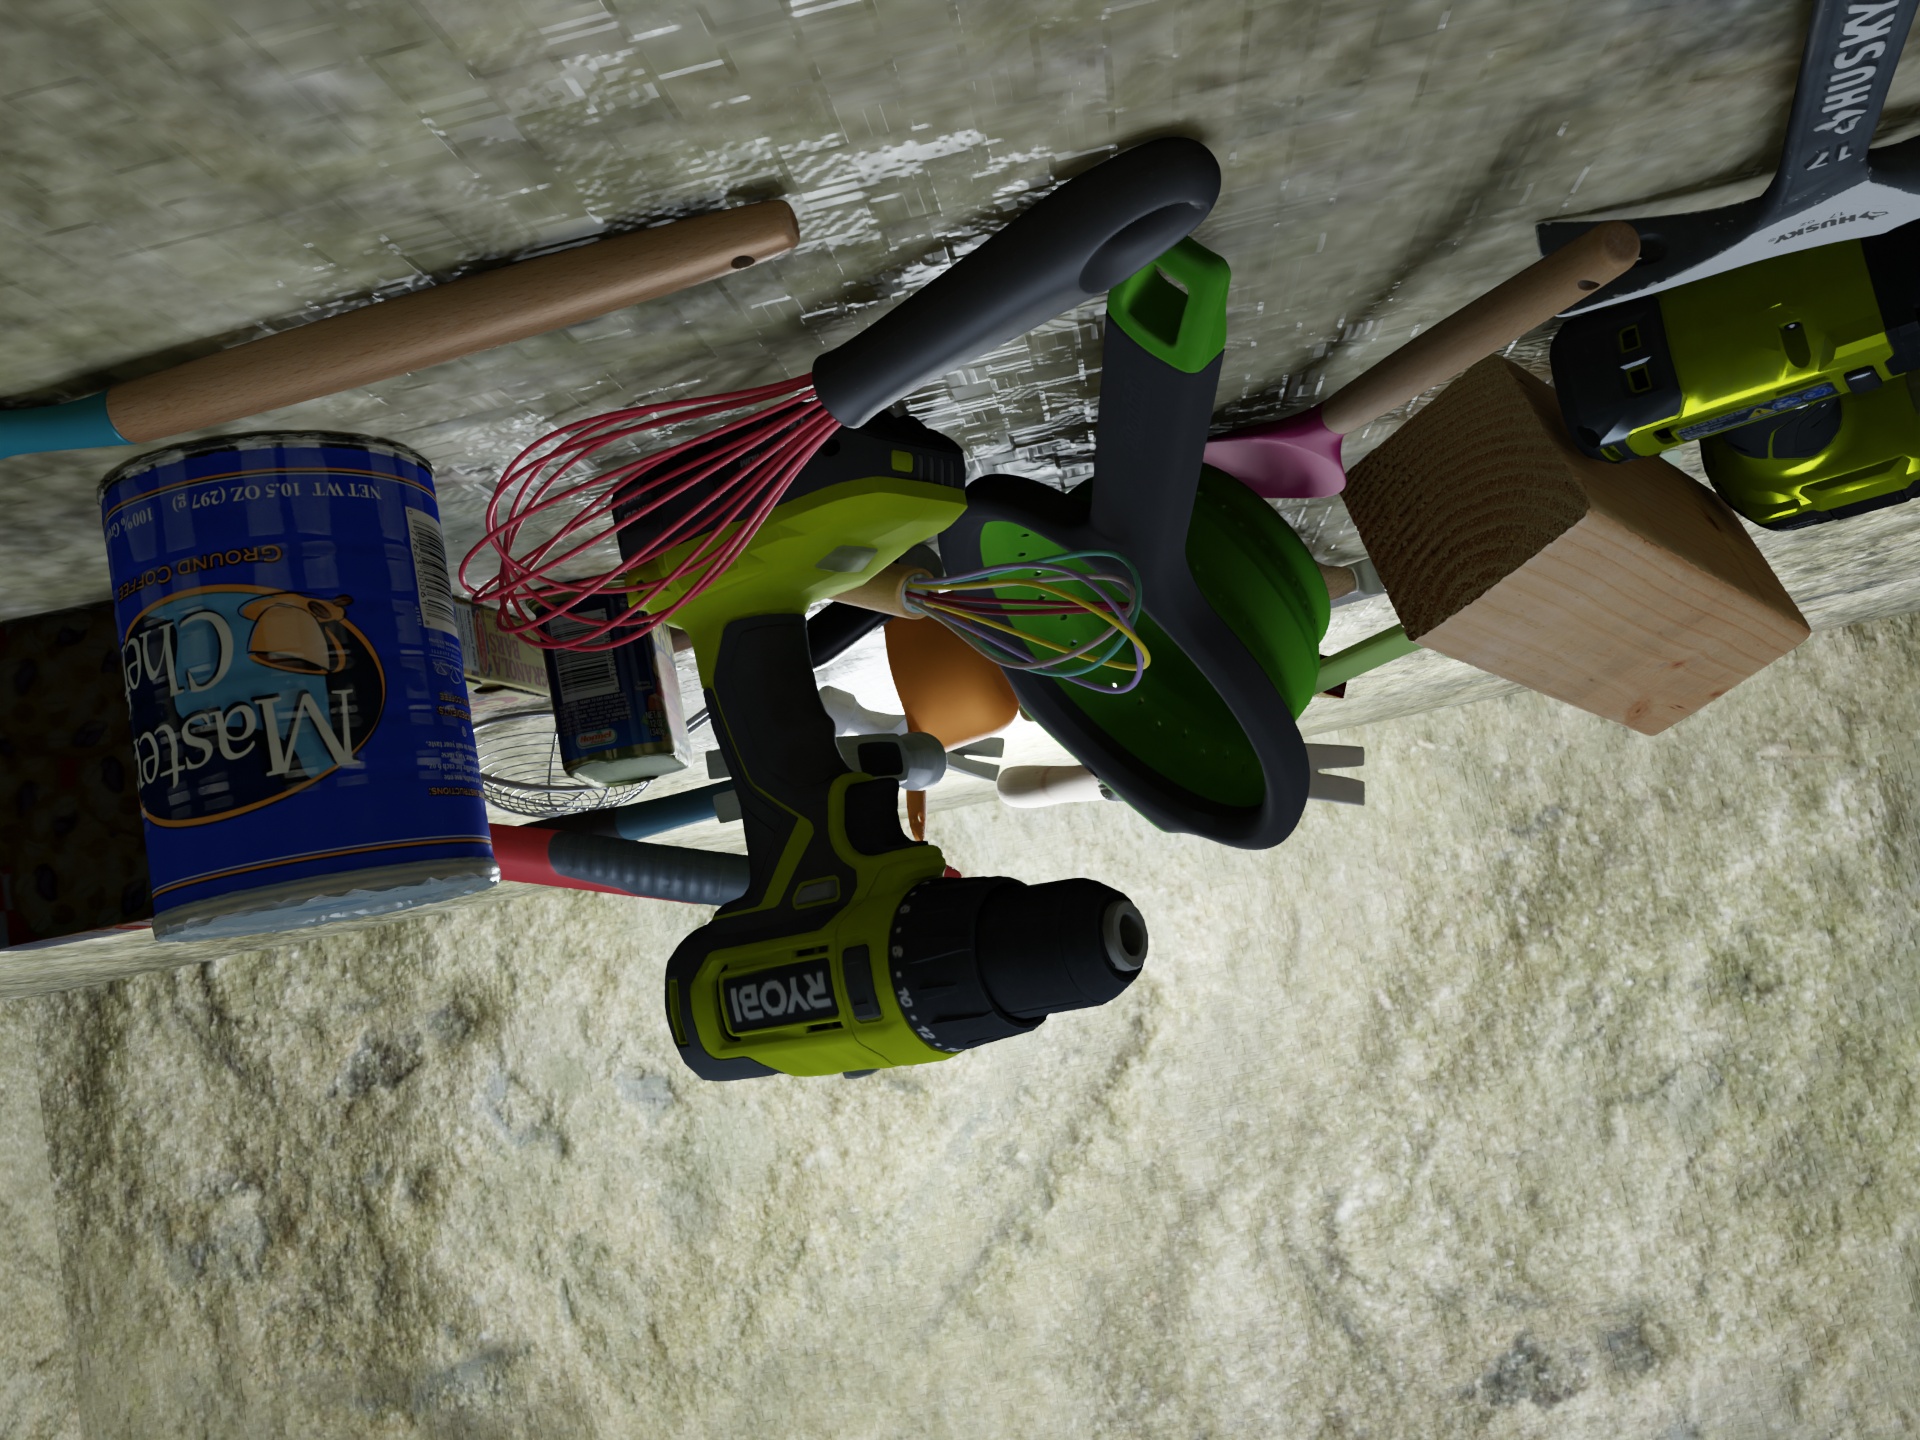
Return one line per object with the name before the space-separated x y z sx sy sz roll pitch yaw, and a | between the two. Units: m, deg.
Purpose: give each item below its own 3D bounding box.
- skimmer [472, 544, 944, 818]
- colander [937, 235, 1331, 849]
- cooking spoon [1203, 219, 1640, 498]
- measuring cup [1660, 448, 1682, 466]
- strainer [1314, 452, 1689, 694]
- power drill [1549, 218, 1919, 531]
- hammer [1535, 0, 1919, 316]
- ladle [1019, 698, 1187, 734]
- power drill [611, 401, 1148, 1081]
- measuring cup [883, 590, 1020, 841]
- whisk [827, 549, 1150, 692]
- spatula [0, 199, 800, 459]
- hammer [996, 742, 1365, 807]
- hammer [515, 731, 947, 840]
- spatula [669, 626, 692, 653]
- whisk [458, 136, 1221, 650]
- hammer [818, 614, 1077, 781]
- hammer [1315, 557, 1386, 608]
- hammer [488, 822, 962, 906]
skimmer | -0.153 -0.031 0.881 0.363 0.090 0.127 -30 174 38
colander | 0.090 -0.078 0.623 0.094 0.205 0.396 -44 163 -15
cooking spoon | 0.147 -0.117 0.572 0.068 0.017 0.319 17 175 -8
measuring cup | 0.331 -0.118 0.915 0.167 0.038 0.083 -30 132 2
strainer | 0.252 -0.077 0.837 0.256 0.069 0.151 -27 147 19
power drill | 0.355 -0.140 0.632 0.171 0.080 0.223 -16 169 36
hammer | 0.182 -0.164 0.320 0.149 0.036 0.408 -13 173 23
ladle | 0.103 0.002 0.991 0.078 0.062 0.320 -19 174 22
power drill | -0.036 0.010 0.566 0.190 0.228 0.080 -16 171 36
measuring cup | -0.001 -0.003 0.863 0.052 0.174 0.095 -19 127 16
whisk | -0.007 -0.052 0.643 0.047 0.051 0.245 6 -173 -35
spatula | -0.190 -0.074 0.410 0.317 0.044 0.082 -13 169 10
hammer | 0.108 0.039 1.023 0.146 0.038 0.410 3 176 -12
hammer | -0.178 0.055 0.815 0.331 0.033 0.128 -15 173 25
spatula | -0.229 -0.024 0.867 0.316 0.018 0.059 -13 177 27
whisk | -0.050 -0.090 0.475 0.296 0.073 0.073 -23 168 33
hammer | 0.038 -0.036 0.997 0.144 0.035 0.405 19 158 -20
hammer | 0.202 -0.081 0.925 0.130 0.031 0.331 -16 178 22
hammer | -0.193 0.067 0.724 0.386 0.038 0.143 8 155 -5
